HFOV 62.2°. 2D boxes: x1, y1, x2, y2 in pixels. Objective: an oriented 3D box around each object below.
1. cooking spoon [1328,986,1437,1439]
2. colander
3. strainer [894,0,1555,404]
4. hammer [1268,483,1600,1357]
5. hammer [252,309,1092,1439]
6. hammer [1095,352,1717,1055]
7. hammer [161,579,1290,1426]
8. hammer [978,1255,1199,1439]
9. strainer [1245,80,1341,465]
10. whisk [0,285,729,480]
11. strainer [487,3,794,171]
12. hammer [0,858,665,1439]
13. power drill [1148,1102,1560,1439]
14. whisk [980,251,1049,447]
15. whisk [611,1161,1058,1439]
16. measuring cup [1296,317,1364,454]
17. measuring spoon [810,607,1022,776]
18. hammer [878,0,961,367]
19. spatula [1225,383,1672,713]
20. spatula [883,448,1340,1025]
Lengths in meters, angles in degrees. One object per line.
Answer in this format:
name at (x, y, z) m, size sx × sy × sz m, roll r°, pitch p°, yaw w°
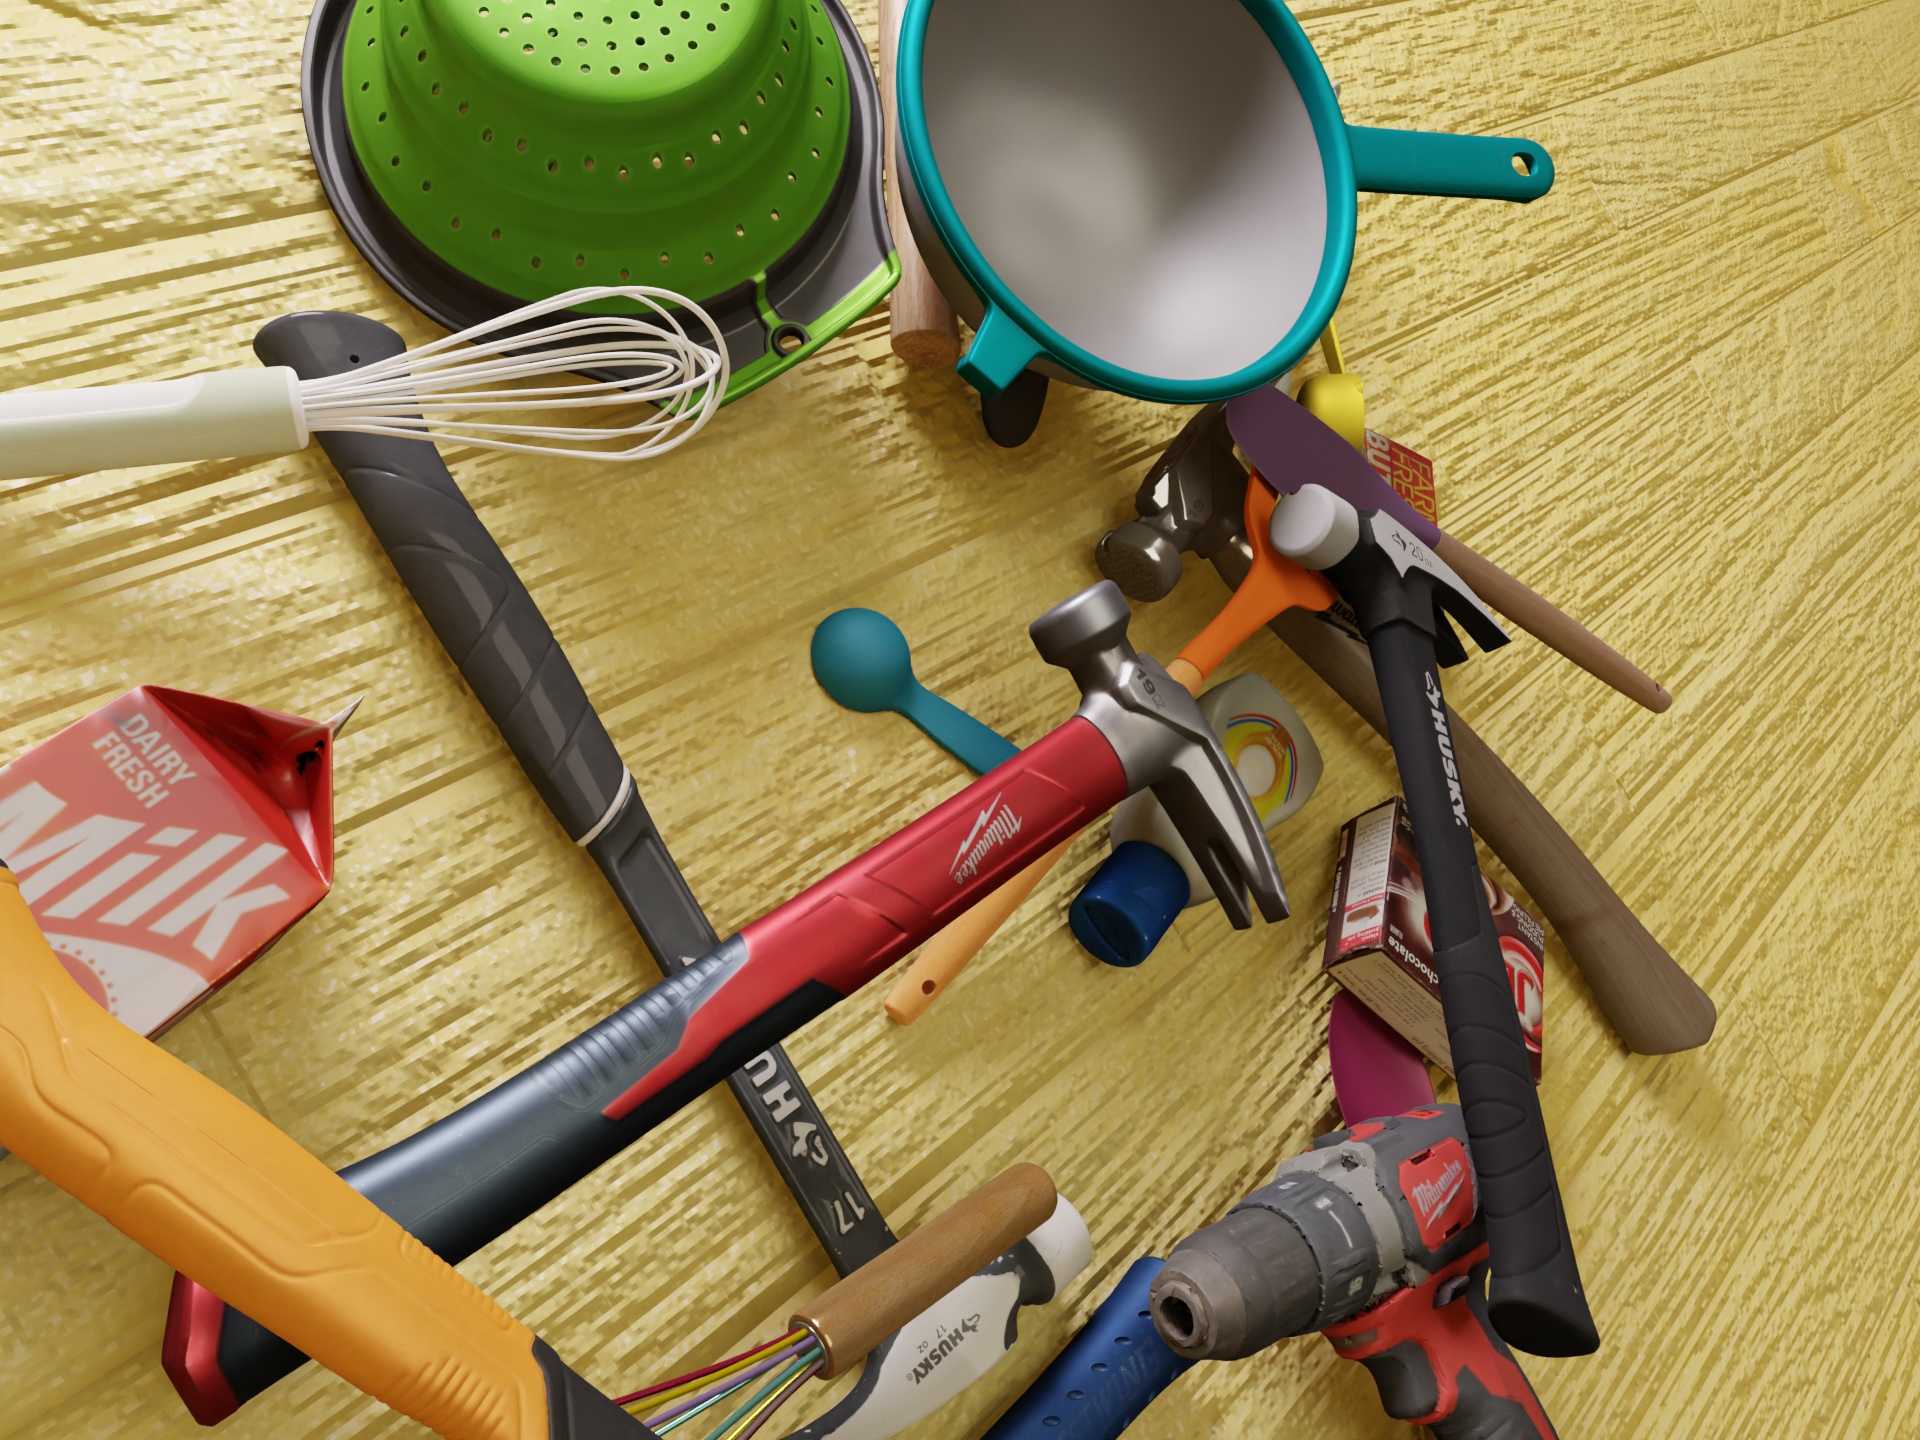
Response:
cooking spoon at (0.194, 0.268, 0.654) m, size 0.068 × 0.017 × 0.319 m, roll 8°, pitch 66°, yaw -39°
colander at (-0.172, -0.293, 0.541) m, size 0.204 × 0.094 × 0.397 m, roll -38°, pitch 87°, yaw -16°
strainer at (0.108, -0.228, 0.685) m, size 0.340 × 0.095 × 0.211 m, roll -8°, pitch 86°, yaw -30°
hammer at (0.199, 0.072, 0.630) m, size 0.146 × 0.035 × 0.335 m, roll 20°, pitch 55°, yaw -42°
hammer at (-0.110, 0.048, 0.515) m, size 0.149 × 0.036 × 0.409 m, roll -31°, pitch 91°, yaw -39°
hammer at (0.242, 0.011, 0.770) m, size 0.410 × 0.038 × 0.146 m, roll 45°, pitch 66°, yaw -15°
hammer at (-0.046, 0.090, 0.493) m, size 0.386 × 0.038 × 0.143 m, roll -31°, pitch 91°, yaw -35°
hammer at (-0.057, 0.289, 0.452) m, size 0.405 × 0.035 × 0.144 m, roll -32°, pitch 91°, yaw -40°
strainer at (0.165, -0.230, 0.827) m, size 0.086 × 0.050 × 0.259 m, roll 61°, pitch 35°, yaw -63°
whisk at (-0.190, -0.094, 0.473) m, size 0.246 × 0.059 × 0.058 m, roll -10°, pitch 41°, yaw -19°
strainer at (-0.126, -0.312, 0.629) m, size 0.151 × 0.069 × 0.257 m, roll 29°, pitch 55°, yaw -23°
hammer at (-0.120, 0.154, 0.362) m, size 0.336 × 0.034 × 0.127 m, roll 43°, pitch 44°, yaw -12°
power drill at (0.164, 0.262, 0.568) m, size 0.187 × 0.080 × 0.227 m, roll -6°, pitch 71°, yaw -43°
whisk at (0.036, -0.251, 0.734) m, size 0.070 × 0.070 × 0.285 m, roll 18°, pitch 66°, yaw -29°
whisk at (-0.059, 0.185, 0.447) m, size 0.245 × 0.051 × 0.047 m, roll -22°, pitch 79°, yaw -40°
measuring cup at (0.182, -0.184, 0.825) m, size 0.029 × 0.062 × 0.157 m, roll -2°, pitch 53°, yaw 1°
measuring spoon at (-0.001, -0.002, 0.621) m, size 0.128 × 0.021 × 0.042 m, roll 35°, pitch 54°, yaw -18°
hammer at (-0.023, -0.314, 0.710) m, size 0.130 × 0.031 × 0.331 m, roll 19°, pitch 64°, yaw -60°
spatula at (0.238, -0.071, 0.750) m, size 0.315 × 0.018 × 0.060 m, roll 27°, pitch 54°, yaw -27°
spatula at (0.073, -0.002, 0.641) m, size 0.081 × 0.041 × 0.323 m, roll 50°, pitch 65°, yaw -15°
